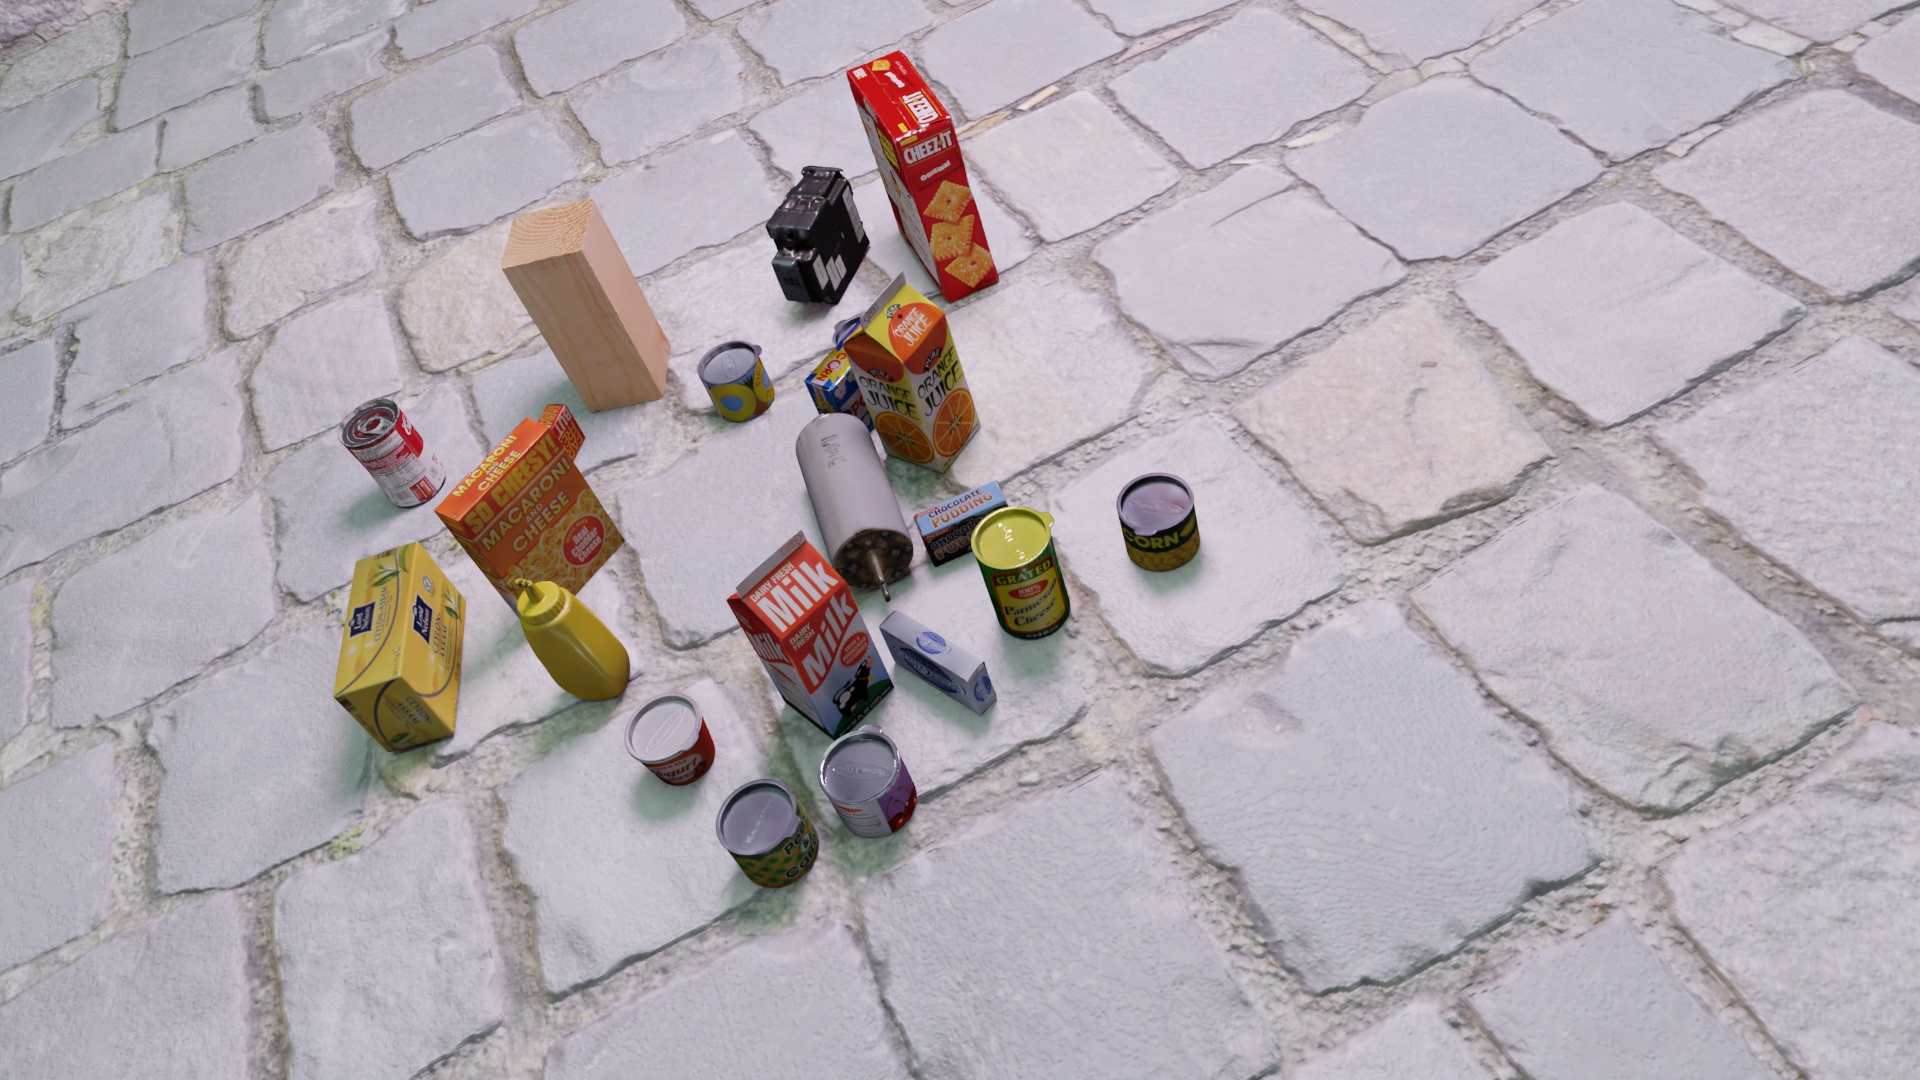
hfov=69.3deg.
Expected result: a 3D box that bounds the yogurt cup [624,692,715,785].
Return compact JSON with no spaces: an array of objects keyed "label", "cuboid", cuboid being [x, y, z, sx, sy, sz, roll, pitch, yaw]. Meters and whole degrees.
[{"label":"yogurt cup","cuboid":[-0.241,0.170,1.170,0.072,0.053,0.073,-9,49,10]}]

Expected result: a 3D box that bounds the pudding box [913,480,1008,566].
[{"label":"pudding box","cuboid":[0.004,-0.016,1.256,0.084,0.049,0.030,-23,48,-3]}]

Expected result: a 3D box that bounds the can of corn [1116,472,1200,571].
[{"label":"can of corn","cuboid":[0.171,-0.013,1.198,0.071,0.058,0.071,-9,49,10]}]

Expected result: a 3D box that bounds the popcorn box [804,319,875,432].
[{"label":"popcorn box","cuboid":[-0.094,-0.167,1.392,0.038,0.084,0.127,21,60,31]}]

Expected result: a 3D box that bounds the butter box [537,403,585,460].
[{"label":"butter box","cuboid":[-0.430,-0.089,1.450,0.024,0.053,0.104,1,51,18]}]

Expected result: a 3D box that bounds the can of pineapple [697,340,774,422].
[{"label":"can of pineapple","cuboid":[-0.232,-0.167,1.453,0.071,0.057,0.071,-9,49,10]}]

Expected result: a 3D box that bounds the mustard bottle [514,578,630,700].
[{"label":"mustard bottle","cuboid":[-0.343,0.079,1.207,0.065,0.159,0.049,-3,50,15]}]

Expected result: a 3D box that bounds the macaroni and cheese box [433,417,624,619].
[{"label":"macaroni and cheese box","cuboid":[-0.400,-0.014,1.300,0.040,0.165,0.124,20,59,30]}]

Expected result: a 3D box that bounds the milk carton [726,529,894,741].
[{"label":"milk carton","cuboid":[-0.125,0.073,1.125,0.073,0.189,0.072,31,65,35]}]

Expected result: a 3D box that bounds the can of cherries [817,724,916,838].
[{"label":"can of cherries","cuboid":[-0.071,0.190,1.097,0.071,0.058,0.072,-9,49,10]}]

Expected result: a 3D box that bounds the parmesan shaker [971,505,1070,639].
[{"label":"parmesan shaker","cuboid":[0.055,0.028,1.168,0.071,0.102,0.072,-9,49,10]}]

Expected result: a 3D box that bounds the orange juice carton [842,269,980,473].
[{"label":"orange juice carton","cuboid":[-0.048,-0.159,1.299,0.073,0.191,0.072,20,59,30]}]

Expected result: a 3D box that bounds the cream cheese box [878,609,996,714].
[{"label":"cream cheese box","cuboid":[-0.019,0.101,1.161,0.104,0.053,0.024,28,63,34]}]

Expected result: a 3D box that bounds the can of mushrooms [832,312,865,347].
[{"label":"can of mushrooms","cuboid":[-0.101,-0.208,1.464,0.071,0.033,0.071,-9,49,10]}]

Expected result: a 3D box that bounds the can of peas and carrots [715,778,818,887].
[{"label":"can of peas and carrots","cuboid":[-0.148,0.230,1.086,0.071,0.058,0.071,-9,49,10]}]
